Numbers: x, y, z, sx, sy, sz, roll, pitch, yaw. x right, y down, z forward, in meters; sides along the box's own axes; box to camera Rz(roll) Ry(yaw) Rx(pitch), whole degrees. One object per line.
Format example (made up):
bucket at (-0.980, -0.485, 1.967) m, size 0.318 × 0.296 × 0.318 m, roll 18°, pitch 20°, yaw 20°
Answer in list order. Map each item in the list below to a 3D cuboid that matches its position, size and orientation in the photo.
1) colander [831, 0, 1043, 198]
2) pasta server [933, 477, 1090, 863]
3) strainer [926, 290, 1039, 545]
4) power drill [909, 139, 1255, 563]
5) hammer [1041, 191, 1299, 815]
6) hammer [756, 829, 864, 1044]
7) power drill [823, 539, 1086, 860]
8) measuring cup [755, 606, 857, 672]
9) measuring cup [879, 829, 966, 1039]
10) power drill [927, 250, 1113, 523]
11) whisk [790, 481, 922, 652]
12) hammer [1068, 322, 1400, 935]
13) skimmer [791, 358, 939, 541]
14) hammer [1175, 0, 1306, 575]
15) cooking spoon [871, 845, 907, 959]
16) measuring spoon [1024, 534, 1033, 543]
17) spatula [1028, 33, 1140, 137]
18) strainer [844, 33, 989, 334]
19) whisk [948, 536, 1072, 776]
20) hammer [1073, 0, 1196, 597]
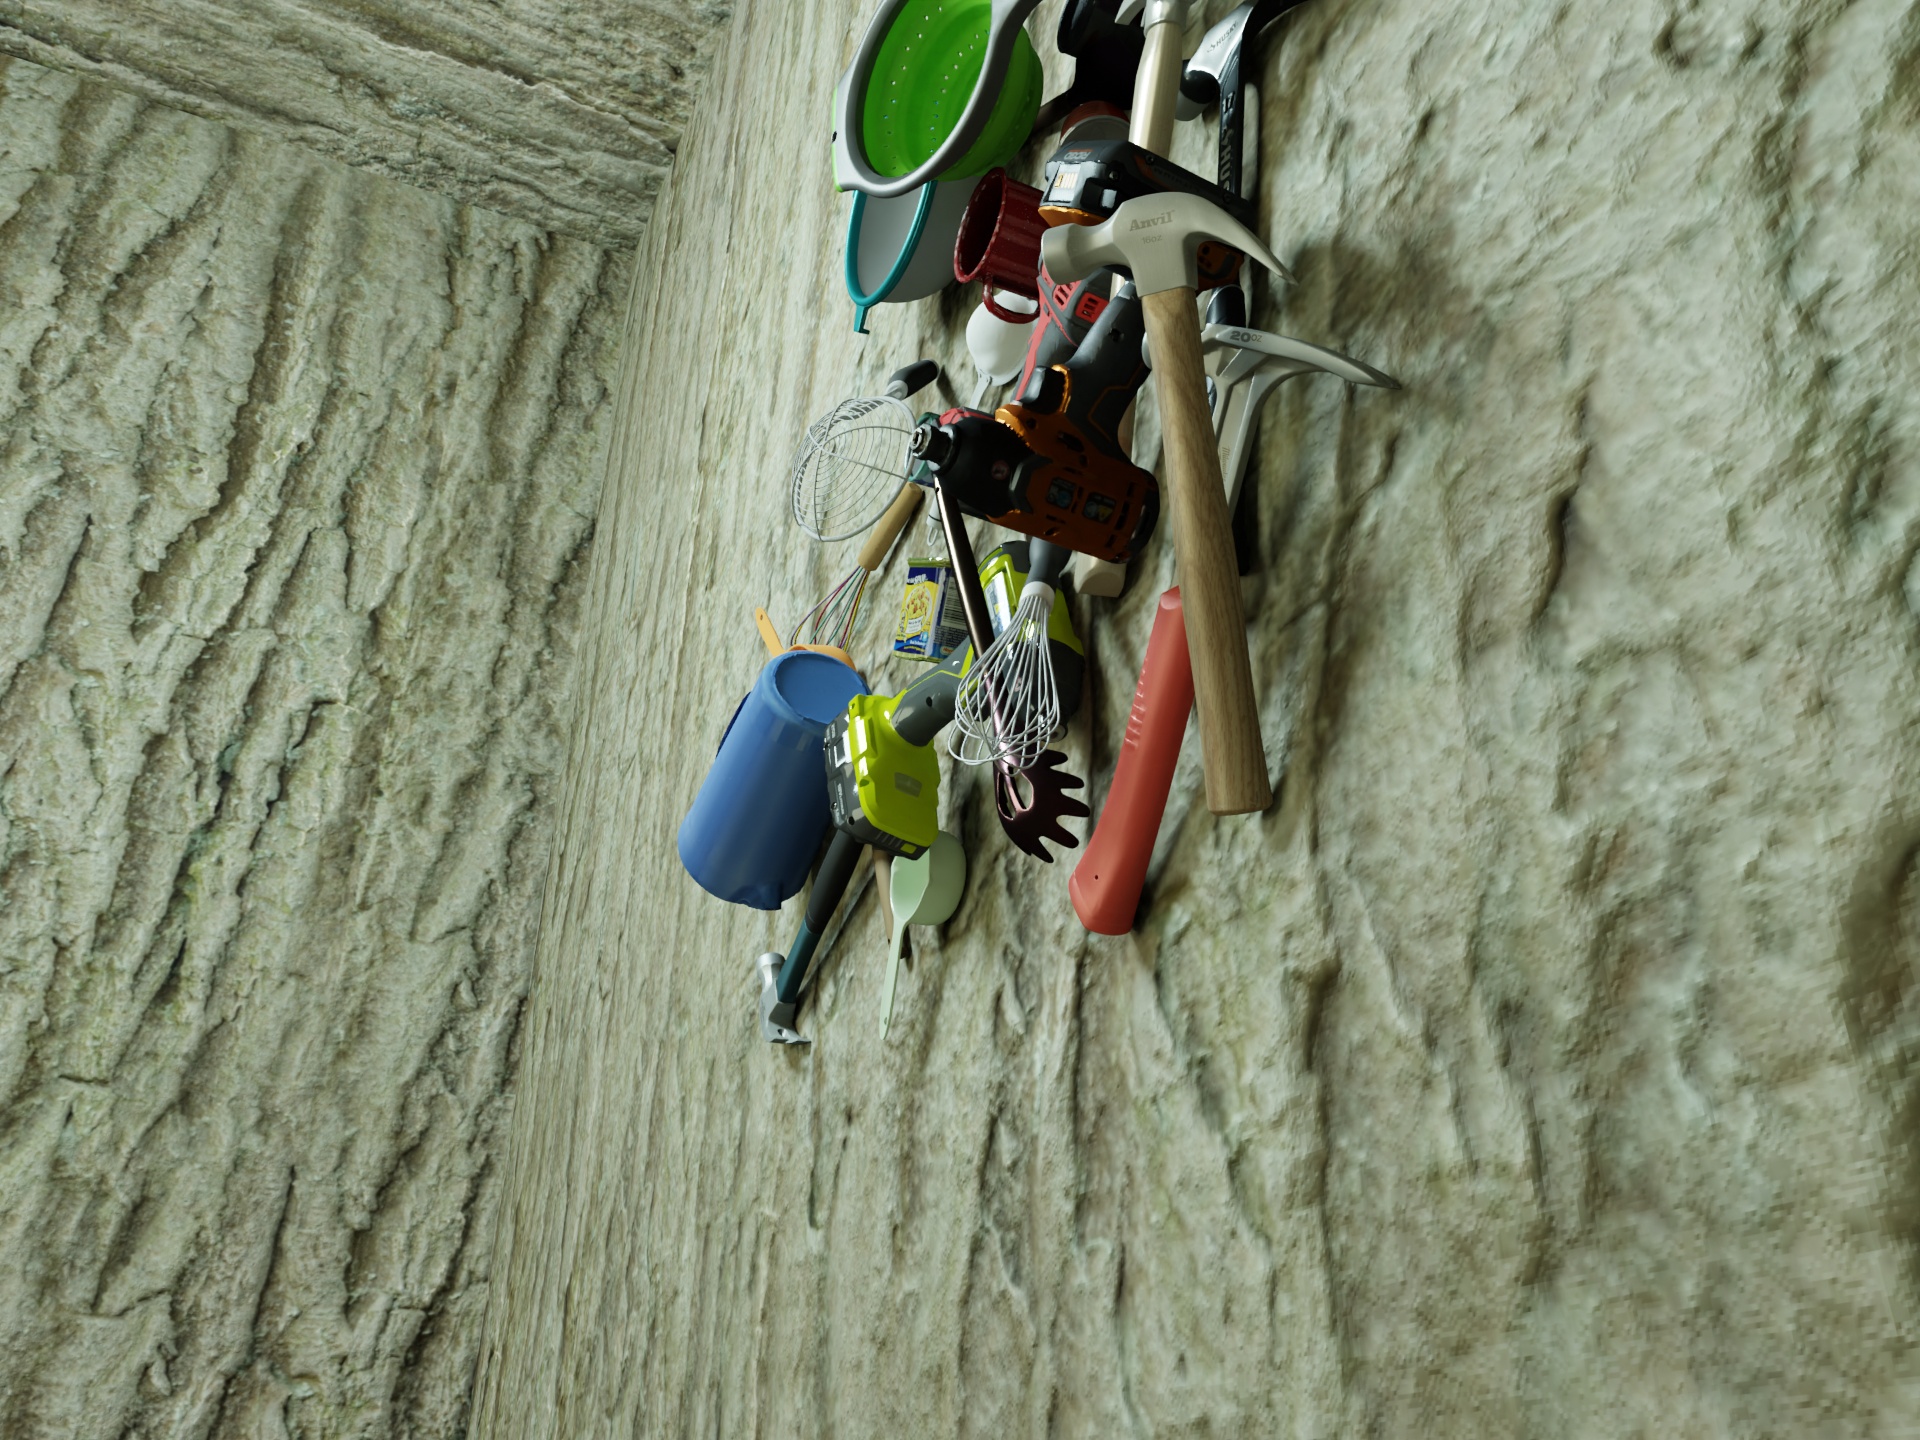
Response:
colander at (0.051, -0.523, 1.212) m, size 0.397 × 0.094 × 0.205 m, roll -20°, pitch 66°, yaw 47°
pasta server at (0.021, -0.047, 1.075) m, size 0.060 × 0.040 × 0.317 m, roll -38°, pitch 49°, yaw 30°
strainer at (0.010, -0.268, 1.367) m, size 0.087 × 0.050 × 0.258 m, roll 46°, pitch 124°, yaw 48°
power drill at (0.069, -0.220, 0.944) m, size 0.084 × 0.164 × 0.226 m, roll 34°, pitch 107°, yaw 58°
hammer at (0.130, -0.114, 0.850) m, size 0.130 × 0.031 × 0.331 m, roll -7°, pitch 93°, yaw 28°
hammer at (-0.127, 0.171, 1.428) m, size 0.128 × 0.033 × 0.330 m, roll -103°, pitch 29°, yaw -46°
power drill at (-0.002, -0.004, 1.156) m, size 0.223 × 0.080 × 0.171 m, roll -43°, pitch 38°, yaw 31°
measuring cup at (-0.153, -0.057, 1.572) m, size 0.174 × 0.052 × 0.095 m, roll 57°, pitch 134°, yaw 40°
measuring cup at (-0.031, 0.165, 1.227) m, size 0.083 × 0.038 × 0.167 m, roll -172°, pitch 93°, yaw -68°
power drill at (0.056, -0.267, 1.211) m, size 0.219 × 0.078 × 0.143 m, roll -60°, pitch 27°, yaw 30°
whisk at (-0.098, -0.136, 1.559) m, size 0.047 × 0.051 × 0.245 m, roll 52°, pitch 128°, yaw 21°
hammer at (0.132, -0.041, 0.910) m, size 0.149 × 0.036 × 0.359 m, roll 24°, pitch 110°, yaw 37°
skimmer at (-0.055, -0.247, 1.366) m, size 0.127 × 0.090 × 0.363 m, roll -34°, pitch 10°, yaw 24°
hammer at (0.170, -0.278, 0.993) m, size 0.149 × 0.036 × 0.409 m, roll -31°, pitch 50°, yaw 59°
cooking spoon at (-0.073, 0.085, 1.395) m, size 0.319 × 0.017 × 0.068 m, roll -103°, pitch 28°, yaw -48°
measuring spoon at (0.083, -0.136, 1.156) m, size 0.124 × 0.018 × 0.034 m, roll 24°, pitch 105°, yaw 61°
spatula at (0.088, -0.507, 1.312) m, size 0.018 × 0.059 × 0.316 m, roll -48°, pitch 18°, yaw -3°
strainer at (0.001, -0.511, 1.453) m, size 0.340 × 0.095 × 0.211 m, roll -42°, pitch 43°, yaw 51°
whisk at (0.046, -0.060, 1.033) m, size 0.070 × 0.070 × 0.285 m, roll -59°, pitch 8°, yaw 37°
hammer at (0.112, -0.289, 1.062) m, size 0.146 × 0.038 × 0.410 m, roll -134°, pitch 50°, yaw -78°
